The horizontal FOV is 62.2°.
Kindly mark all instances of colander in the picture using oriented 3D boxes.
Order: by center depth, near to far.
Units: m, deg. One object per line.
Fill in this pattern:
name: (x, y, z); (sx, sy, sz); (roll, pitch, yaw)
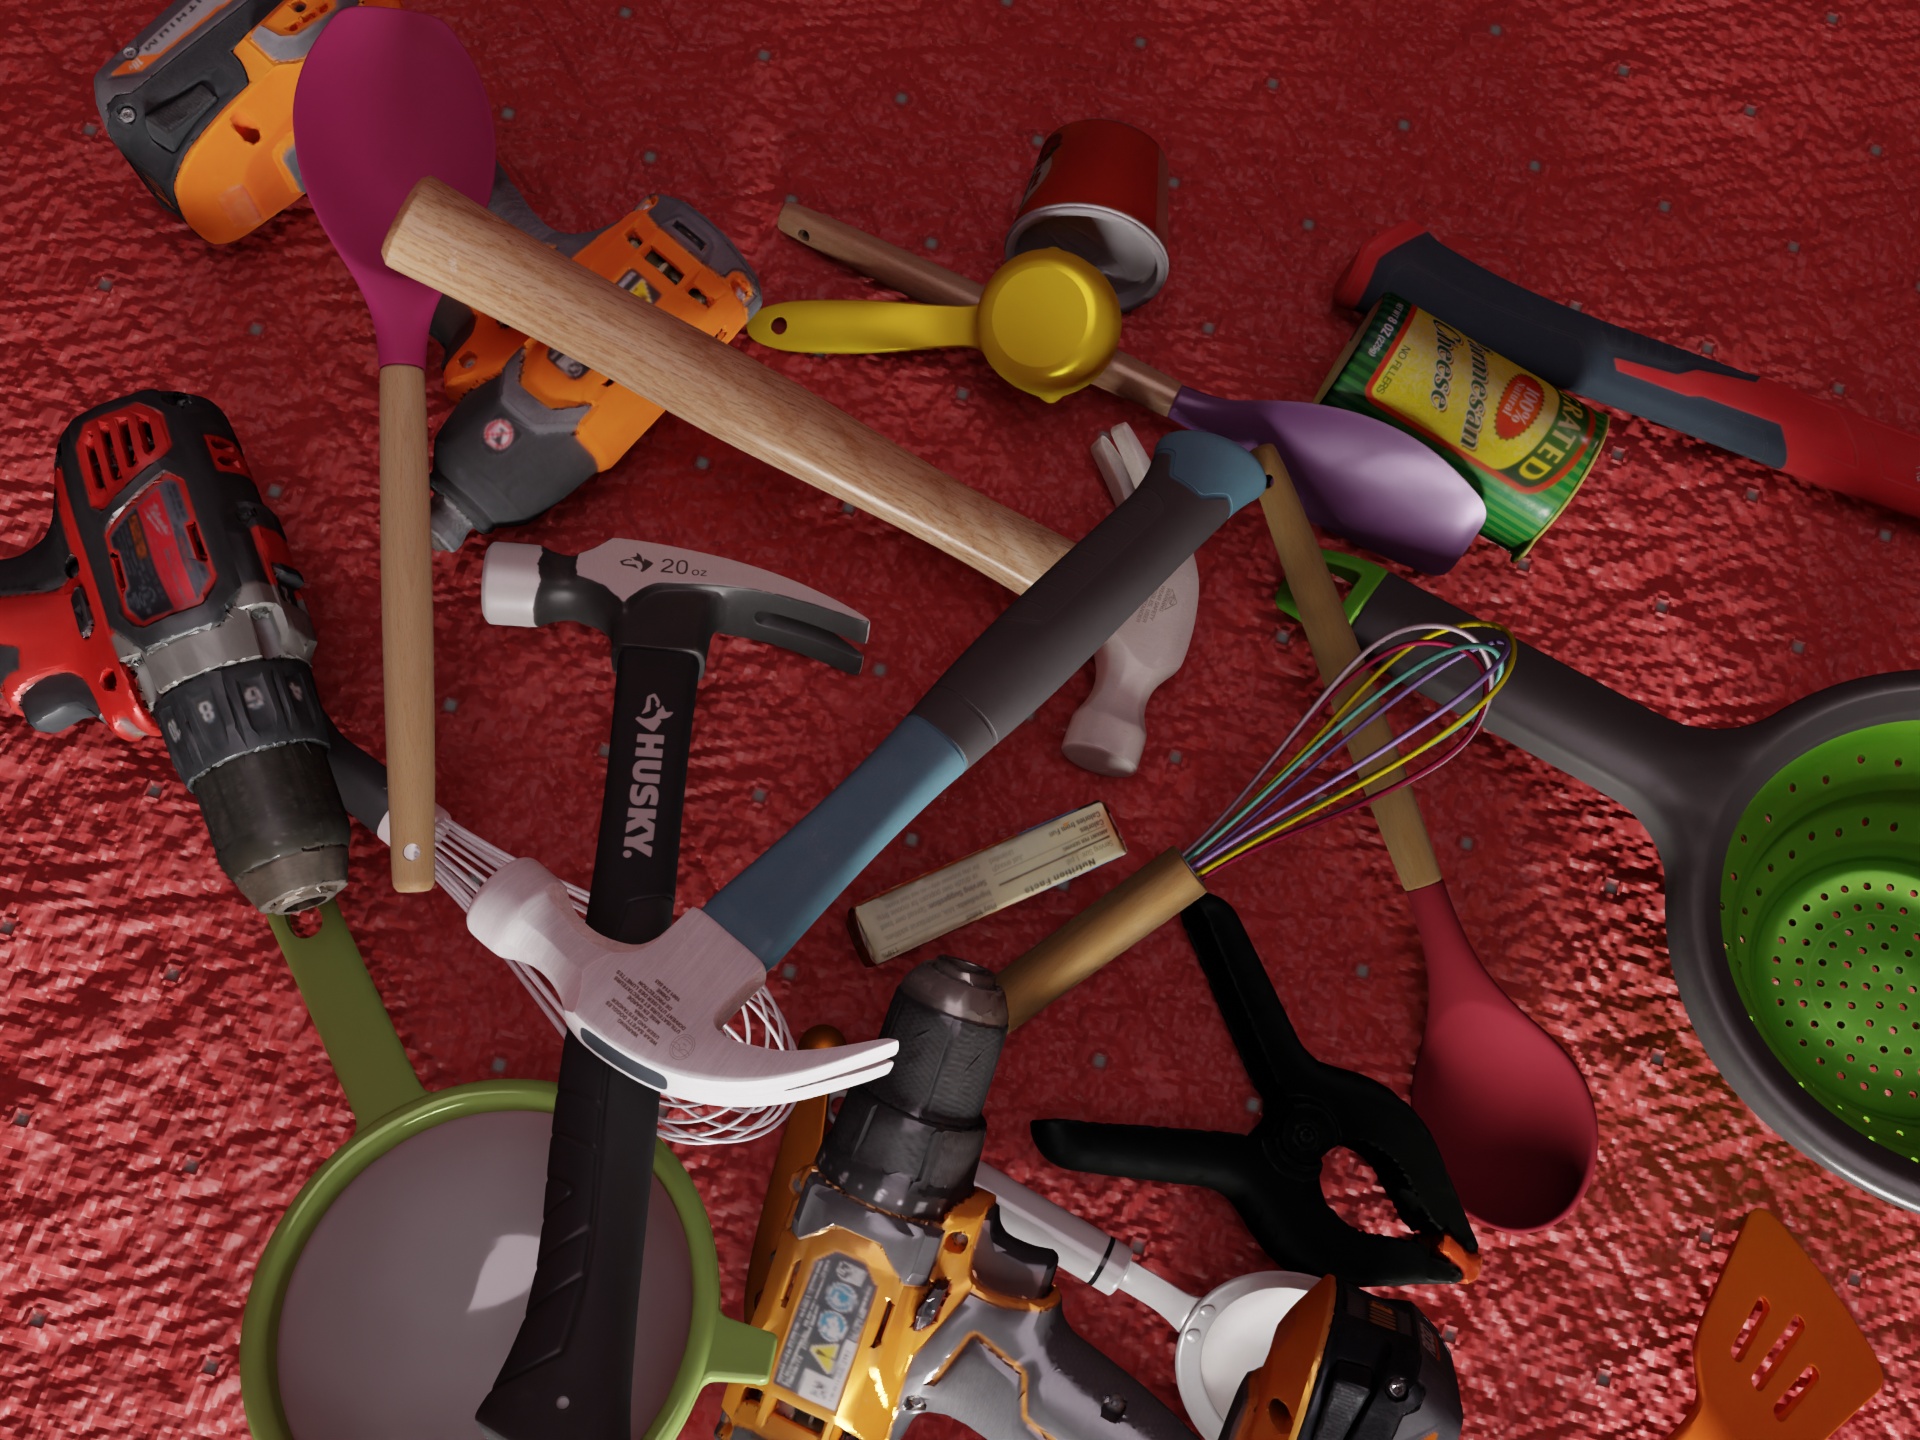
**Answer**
colander: (0.301, 0.050, 0.625); (0.397, 0.094, 0.204); (32, 76, 20)

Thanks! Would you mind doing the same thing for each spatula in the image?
spatula: (0.210, 0.307, 0.585); (0.322, 0.041, 0.081); (-34, 84, -8)
spatula: (0.066, -0.144, 0.654); (0.316, 0.059, 0.018); (26, 50, 6)

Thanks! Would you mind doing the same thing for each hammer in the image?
hammer: (-0.106, 0.076, 0.532); (0.146, 0.035, 0.335); (5, 54, -8)
hammer: (-0.001, -0.002, 0.552); (0.128, 0.033, 0.331); (39, 62, 12)
hammer: (-0.051, -0.106, 0.597); (0.331, 0.031, 0.130); (27, 71, -17)
hammer: (0.341, -0.114, 0.681); (0.386, 0.038, 0.143); (19, 78, -2)

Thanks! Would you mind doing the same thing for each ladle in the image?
ladle: (0.169, 0.040, 0.618); (0.069, 0.031, 0.315); (-22, 83, 29)

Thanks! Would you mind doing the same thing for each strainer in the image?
strainer: (-0.182, 0.165, 0.557); (0.151, 0.069, 0.257); (-28, 63, -17)
strainer: (0.063, 0.202, 0.582); (0.258, 0.050, 0.087); (29, 109, 6)

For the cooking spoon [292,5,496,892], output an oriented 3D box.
cooking spoon: (-0.198, -0.099, 0.565); (0.068, 0.017, 0.319); (-1, 85, -20)

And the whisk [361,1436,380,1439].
whisk: (-0.125, 0.277, 0.543); (0.246, 0.059, 0.058); (7, 69, -9)

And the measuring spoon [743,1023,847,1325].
measuring spoon: (-0.063, 0.170, 0.584); (0.021, 0.011, 0.117); (9, 80, 21)

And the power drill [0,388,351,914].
power drill: (-0.330, 0.007, 0.549); (0.226, 0.080, 0.188); (-22, 81, -3)

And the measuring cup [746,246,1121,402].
measuring cup: (-0.014, -0.160, 0.638); (0.156, 0.029, 0.062); (2, 97, 10)

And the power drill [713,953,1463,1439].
power drill: (0.046, 0.196, 0.529); (0.226, 0.084, 0.185); (19, 91, 14)

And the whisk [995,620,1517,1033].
whisk: (0.103, 0.041, 0.596); (0.245, 0.051, 0.047); (-37, 59, 7)

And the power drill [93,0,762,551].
power drill: (-0.213, -0.181, 0.617); (0.226, 0.084, 0.164); (40, 78, 0)

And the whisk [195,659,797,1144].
whisk: (-0.175, 0.057, 0.584); (0.284, 0.070, 0.070); (36, 77, 8)
